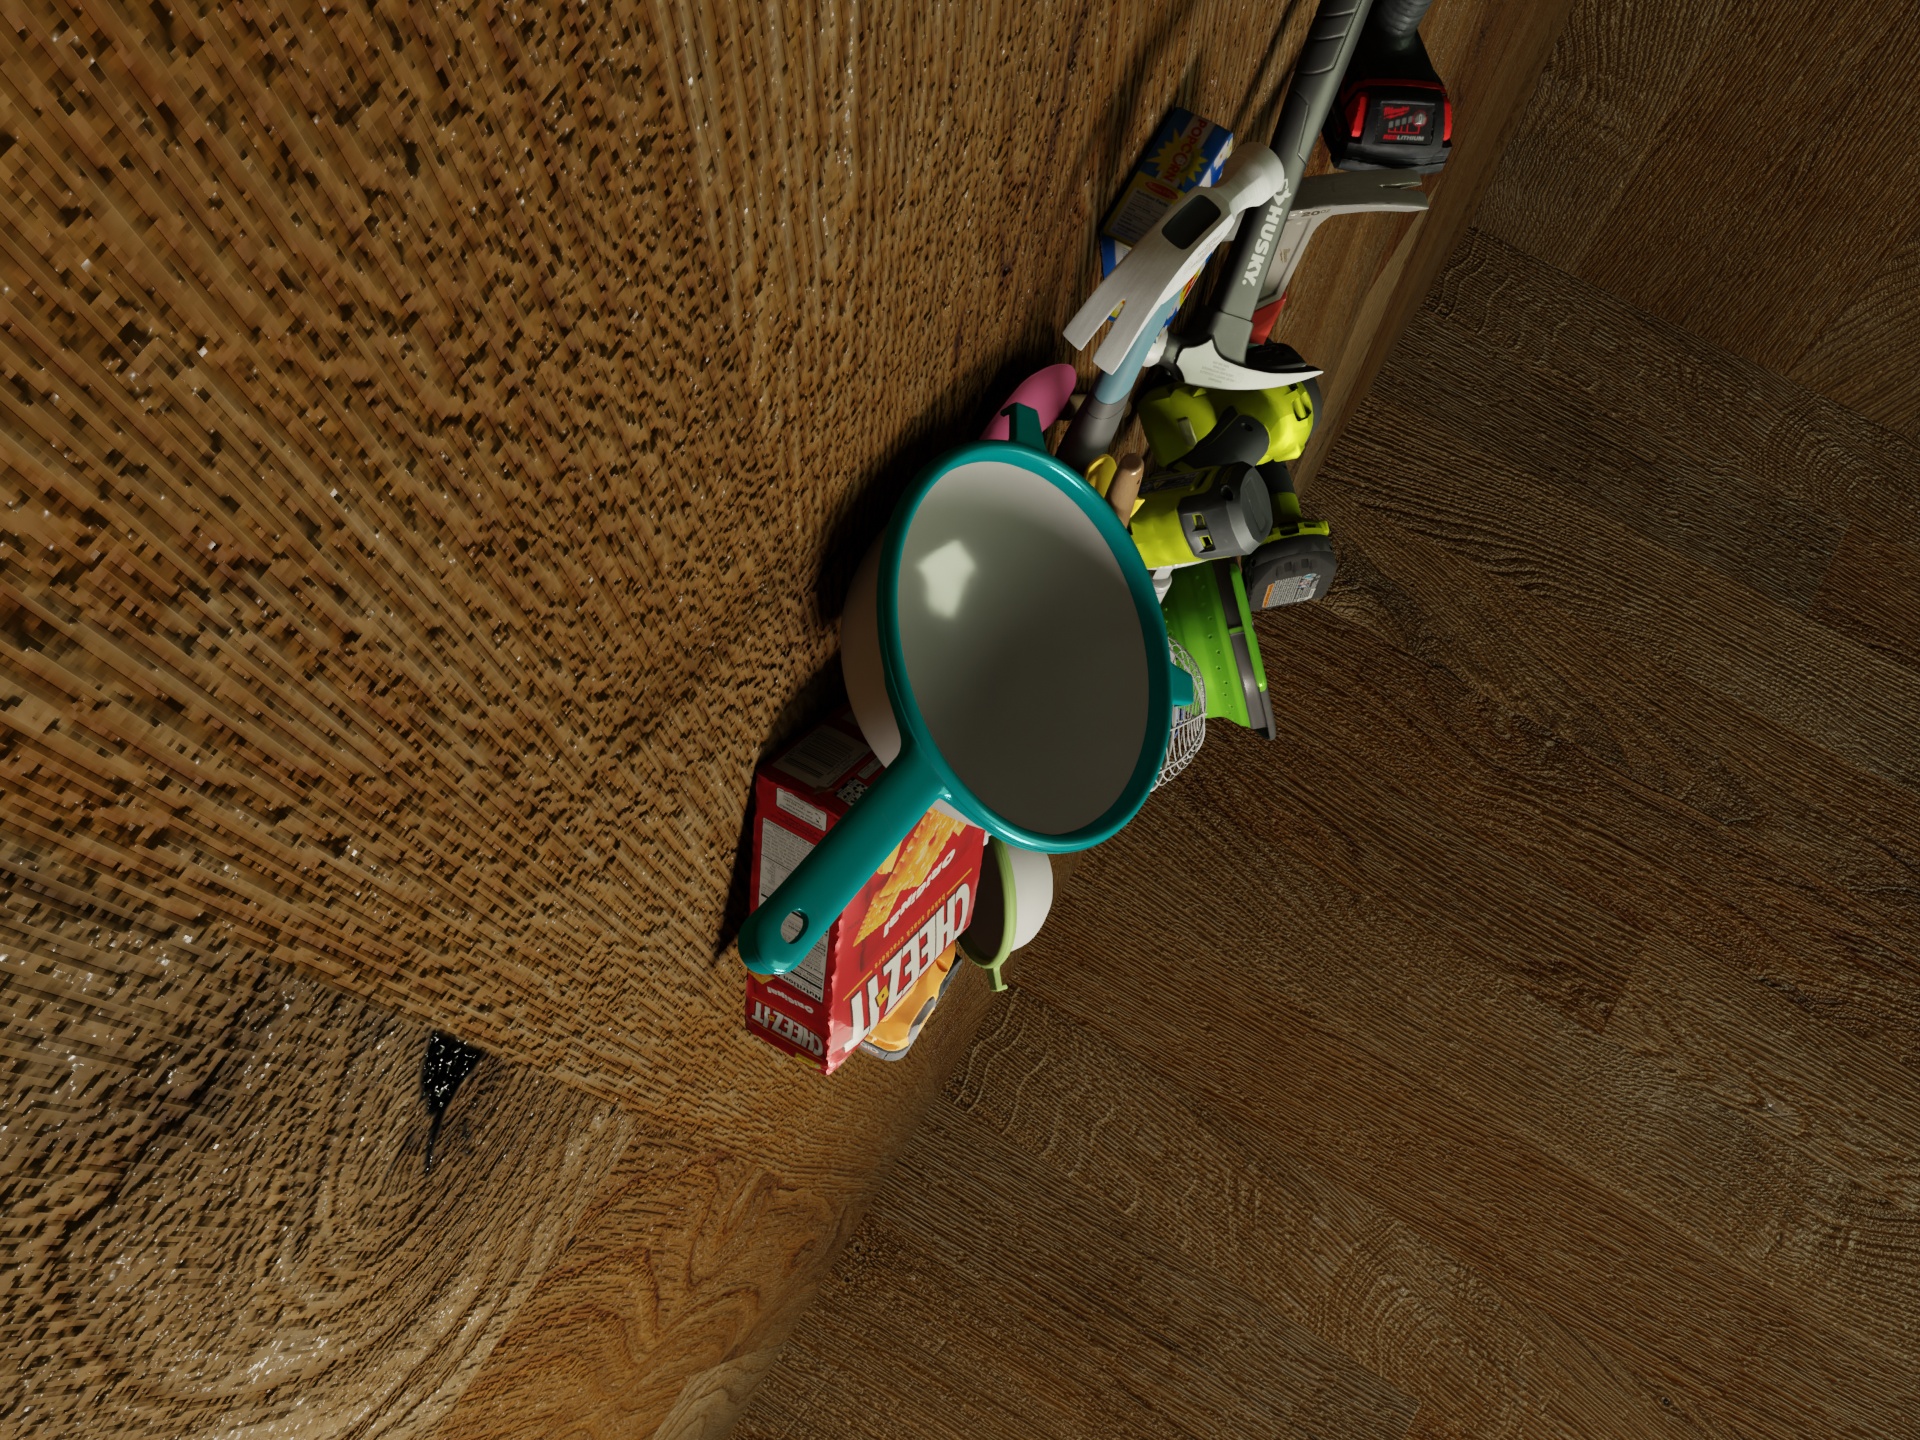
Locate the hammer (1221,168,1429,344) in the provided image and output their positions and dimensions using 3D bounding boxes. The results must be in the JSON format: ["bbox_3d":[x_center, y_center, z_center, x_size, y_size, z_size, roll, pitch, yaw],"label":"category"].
[{"bbox_3d":[0.233,-0.307,1.239,0.359,0.149,0.037,103,-22,-74],"label":"hammer"}]

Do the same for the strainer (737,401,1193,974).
[{"bbox_3d":[-0.022,0.006,0.783,0.095,0.211,0.340,-14,-153,45],"label":"strainer"}]

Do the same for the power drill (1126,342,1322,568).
[{"bbox_3d":[0.158,-0.181,1.138,0.223,0.171,0.080,-53,127,-44],"label":"power drill"}]

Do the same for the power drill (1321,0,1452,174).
[{"bbox_3d":[0.307,-0.462,1.025,0.226,0.080,0.188,103,-17,-57],"label":"power drill"}]

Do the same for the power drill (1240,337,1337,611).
[{"bbox_3d":[0.287,-0.226,1.509,0.190,0.080,0.229,65,14,-77],"label":"power drill"}]

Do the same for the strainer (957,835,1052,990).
[{"bbox_3d":[0.047,0.095,1.349,0.069,0.152,0.256,-6,131,-23],"label":"strainer"}]

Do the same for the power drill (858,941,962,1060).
[{"bbox_3d":[-0.039,0.163,1.320,0.185,0.084,0.226,-55,164,-32],"label":"power drill"}]

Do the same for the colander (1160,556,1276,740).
[{"bbox_3d":[0.225,-0.077,1.493,0.397,0.094,0.204,-20,96,-81],"label":"colander"}]

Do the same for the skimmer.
[{"bbox_3d":[0.052,0.048,1.252,0.363,0.090,0.127,-26,128,-20],"label":"skimmer"}]

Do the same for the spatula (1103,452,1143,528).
[{"bbox_3d":[0.094,-0.093,0.972,0.082,0.044,0.317,-58,174,-12],"label":"spatula"}]

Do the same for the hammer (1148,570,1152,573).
[{"bbox_3d":[0.091,-0.040,1.457,0.331,0.031,0.130,-56,158,-5],"label":"hammer"}]

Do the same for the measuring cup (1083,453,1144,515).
[{"bbox_3d":[0.074,-0.135,0.921,0.062,0.029,0.156,-35,169,-1],"label":"measuring cup"}]

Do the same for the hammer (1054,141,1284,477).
[{"bbox_3d":[0.086,-0.188,0.925,0.128,0.033,0.331,-45,173,-23],"label":"hammer"}]

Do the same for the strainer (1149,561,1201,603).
[{"bbox_3d":[0.157,-0.115,1.255,0.258,0.087,0.050,104,-20,-72],"label":"strainer"}]

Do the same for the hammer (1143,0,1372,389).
[{"bbox_3d":[0.219,-0.373,1.014,0.035,0.146,0.334,48,-56,55],"label":"hammer"}]

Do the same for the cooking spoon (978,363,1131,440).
[{"bbox_3d":[0.068,-0.195,0.992,0.068,0.017,0.319,-50,173,20],"label":"cooking spoon"}]
